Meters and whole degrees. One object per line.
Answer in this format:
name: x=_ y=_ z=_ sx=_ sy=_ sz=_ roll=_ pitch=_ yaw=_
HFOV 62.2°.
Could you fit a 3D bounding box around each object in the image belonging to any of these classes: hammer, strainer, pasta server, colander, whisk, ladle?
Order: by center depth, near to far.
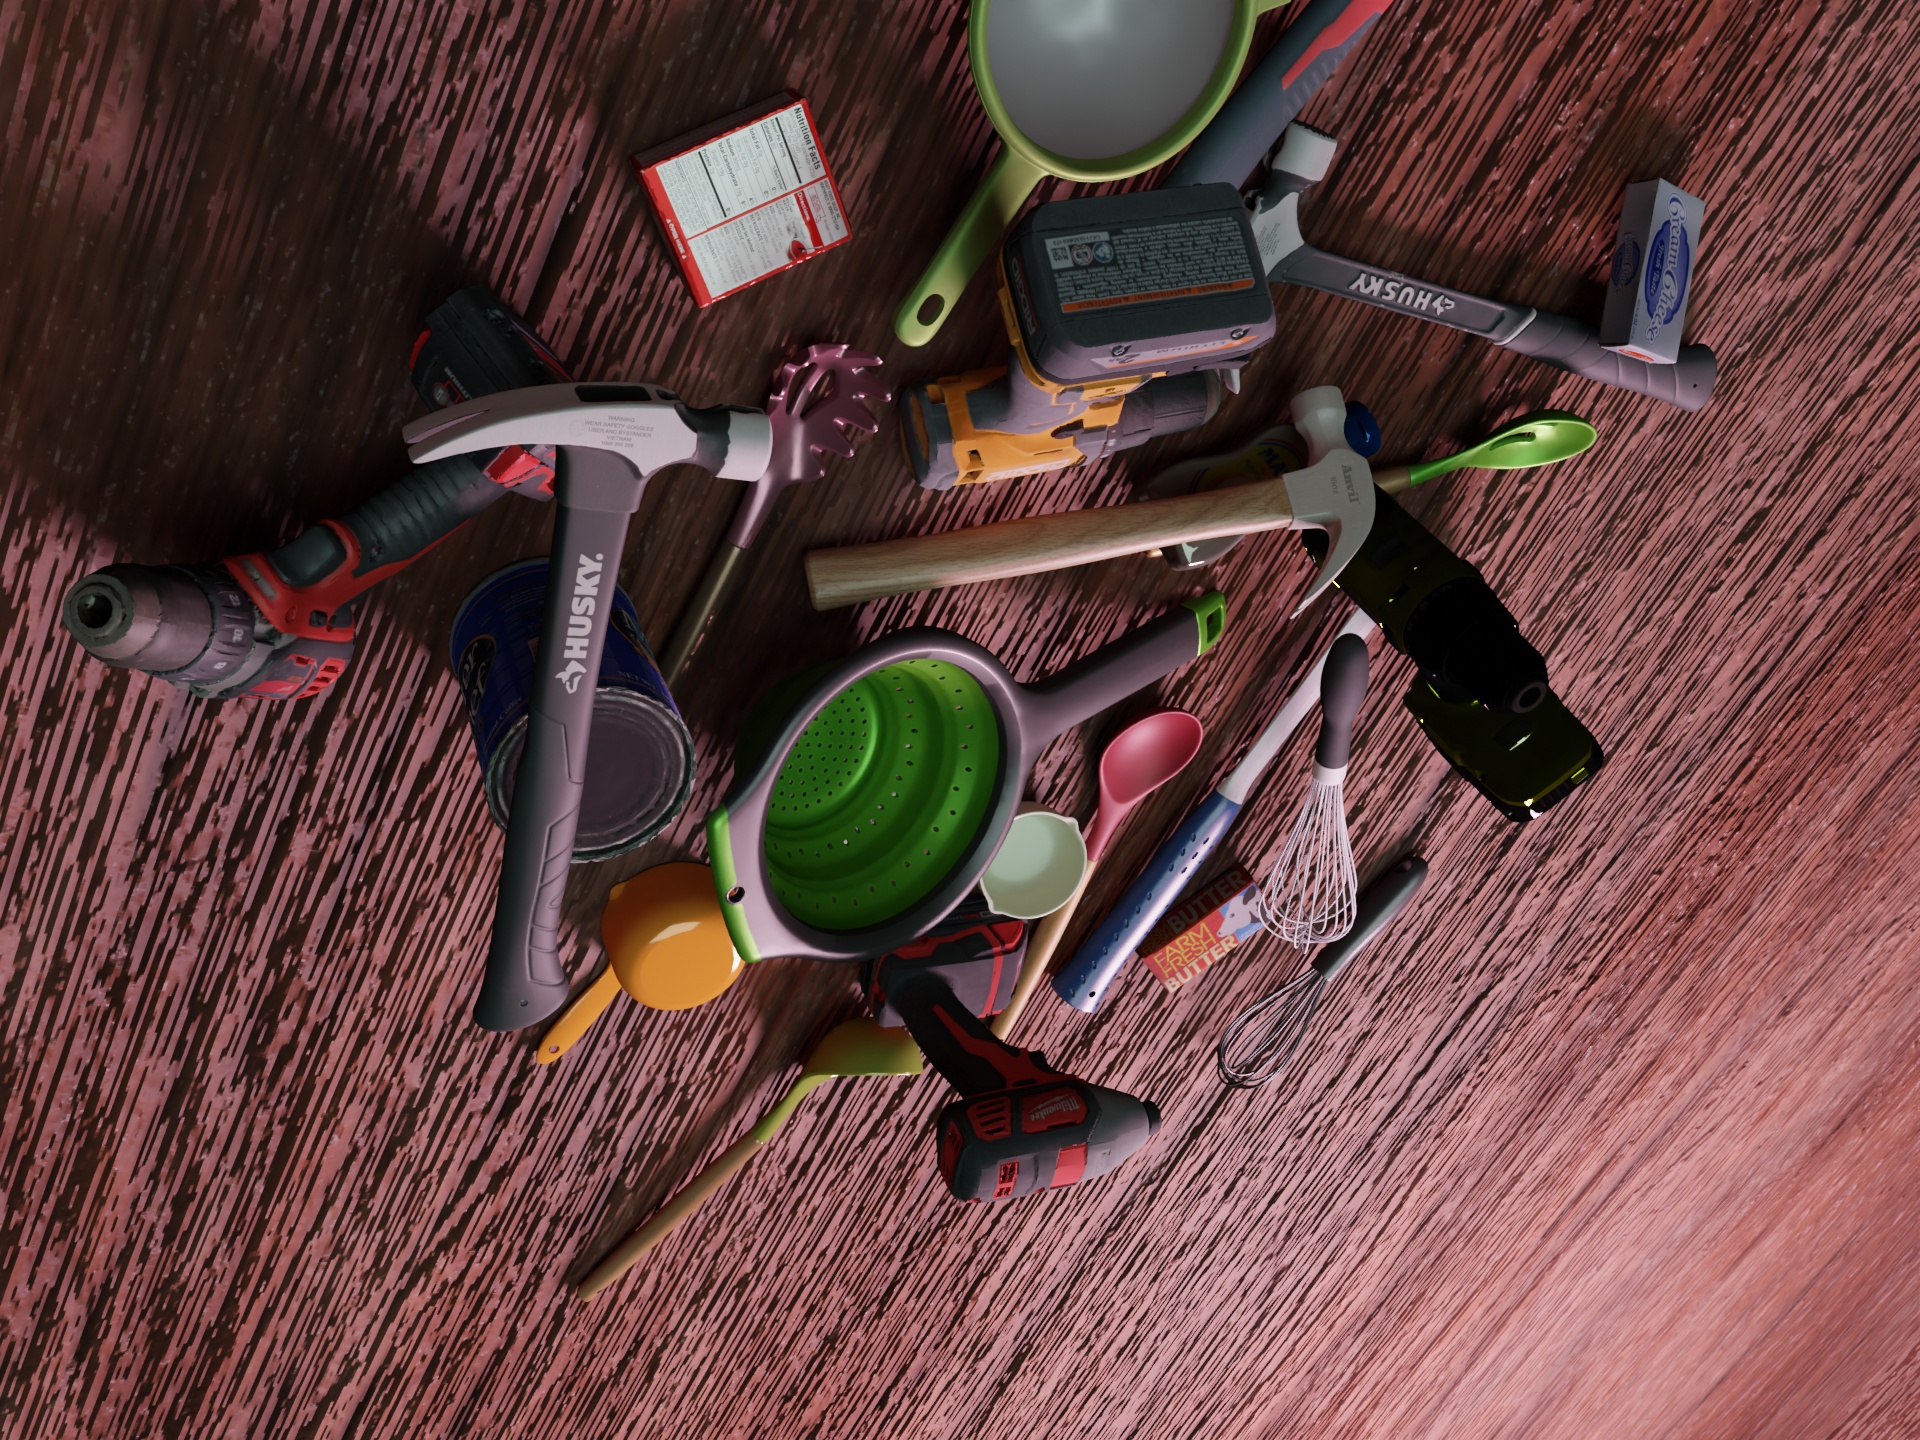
hammer: x=-0.190 y=0.007 z=0.725 sx=0.146 sy=0.035 sz=0.334 roll=2 pitch=120 yaw=-27
strainer: x=0.034 y=-0.304 z=0.785 sx=0.151 sy=0.069 sz=0.256 roll=22 pitch=114 yaw=-36
hammer: x=0.201 y=-0.389 z=0.803 sx=0.386 sy=0.038 sz=0.143 roll=-50 pitch=127 yaw=5
pasta server: x=-0.133 y=-0.072 z=0.881 sx=0.060 sy=0.040 sz=0.316 roll=15 pitch=115 yaw=-36
hammer: x=0.076 y=-0.104 z=0.913 sx=0.331 sy=0.130 sz=0.031 roll=-10 pitch=164 yaw=-4
colander: x=-0.002 y=-0.003 z=0.970 sx=0.397 sy=0.095 sz=0.204 roll=-28 pitch=128 yaw=-29
hammer: x=0.327 y=-0.244 z=0.987 sx=0.408 sy=0.036 sz=0.149 roll=6 pitch=120 yaw=-29
whisk: x=0.248 y=0.056 z=1.092 sx=0.070 sy=0.070 sz=0.284 roll=-16 pitch=131 yaw=-16
hammer: x=0.190 y=0.042 z=1.114 sx=0.144 sy=0.035 sz=0.405 roll=24 pitch=109 yaw=-36
ladle: x=0.081 y=0.116 z=1.118 sx=0.069 sy=0.031 sz=0.315 roll=11 pitch=118 yaw=-28
ladle: x=-0.155 y=0.320 z=1.126 sx=0.320 sy=0.062 sz=0.078 roll=-43 pitch=157 yaw=11
whisk: x=0.288 y=0.200 z=1.261 sx=0.055 sy=0.055 sz=0.239 roll=35 pitch=98 yaw=-38

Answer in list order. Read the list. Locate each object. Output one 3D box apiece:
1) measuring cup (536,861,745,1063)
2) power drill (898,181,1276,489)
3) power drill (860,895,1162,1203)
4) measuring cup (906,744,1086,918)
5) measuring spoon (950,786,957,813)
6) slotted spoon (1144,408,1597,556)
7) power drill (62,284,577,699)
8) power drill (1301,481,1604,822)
measuring cup: x=-0.205 y=0.169 z=0.999 sx=0.173 sy=0.052 sz=0.095 roll=-47 pitch=129 yaw=7
power drill: x=0.079 y=-0.185 z=0.810 sx=0.185 sy=0.226 sz=0.084 roll=-12 pitch=83 yaw=-17
power drill: x=0.028 y=0.211 z=1.030 sx=0.143 sy=0.220 sz=0.078 roll=-5 pitch=124 yaw=-23
measuring cup: x=0.012 y=0.063 z=1.050 sx=0.167 sy=0.038 sz=0.083 roll=42 pitch=91 yaw=-22
measuring spoon: x=0.041 y=0.020 z=1.021 sx=0.124 sy=0.018 sz=0.034 roll=-44 pitch=106 yaw=-10
slotted spoon: x=0.262 y=-0.151 z=1.019 sx=0.313 sy=0.031 sz=0.070 roll=-16 pitch=165 yaw=-11
power drill: x=-0.274 y=-0.091 z=0.717 sx=0.226 sy=0.188 sz=0.080 roll=-38 pitch=88 yaw=1
power drill: x=0.315 y=-0.031 z=0.981 sx=0.080 sy=0.191 sz=0.228 roll=-40 pitch=135 yaw=8
